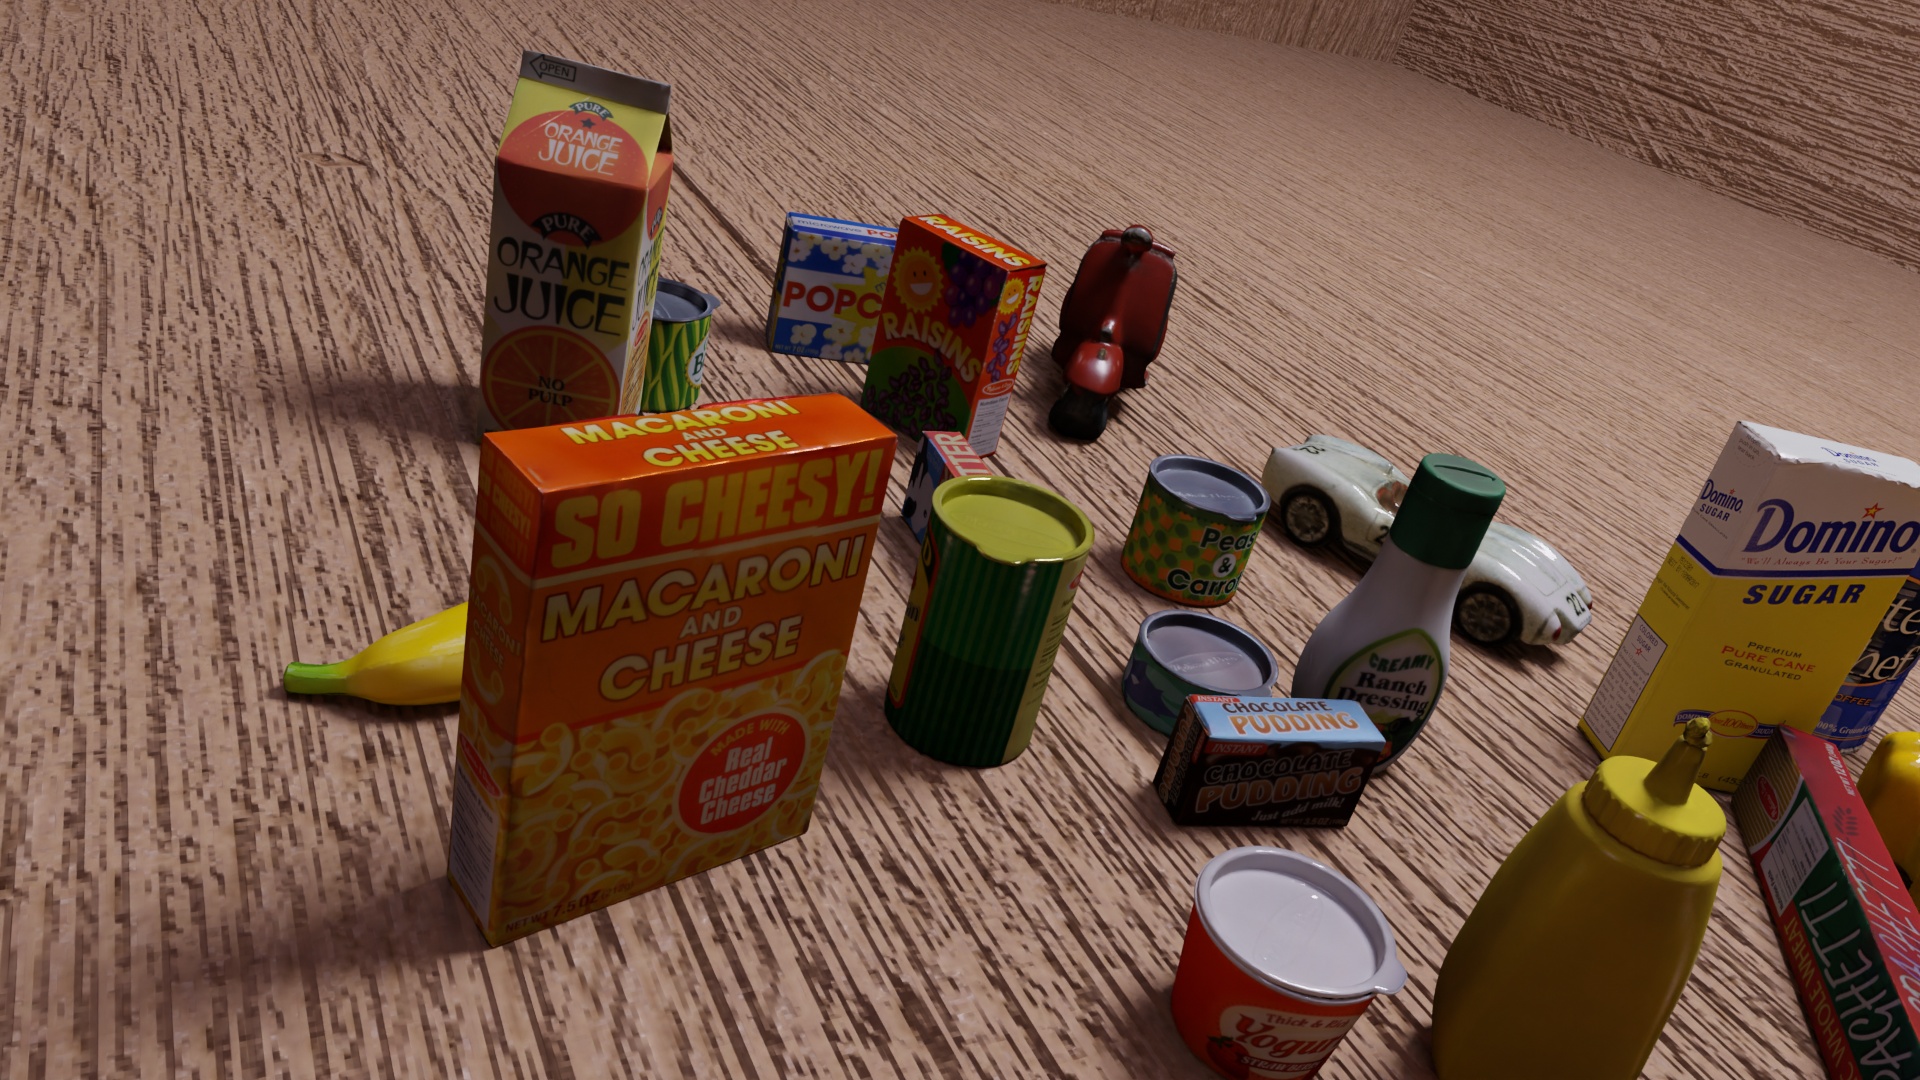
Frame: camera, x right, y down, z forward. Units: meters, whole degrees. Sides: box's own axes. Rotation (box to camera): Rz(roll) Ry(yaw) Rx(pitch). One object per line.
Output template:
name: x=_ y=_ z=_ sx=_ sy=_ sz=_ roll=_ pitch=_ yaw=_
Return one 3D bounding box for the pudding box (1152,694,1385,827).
pudding box: x=0.128 y=0.092 z=0.579 sx=0.084 sy=0.049 sz=0.030 roll=5 pitch=30 yaw=-19

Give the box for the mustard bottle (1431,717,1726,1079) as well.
mustard bottle: x=0.206 y=0.120 z=0.448 sx=0.065 sy=0.159 sz=0.049 roll=19 pitch=28 yaw=7

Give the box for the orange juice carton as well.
orange juice carton: x=-0.192 y=-0.141 z=0.696 sx=0.072 sy=0.191 sz=0.073 roll=11 pitch=28 yaw=-7

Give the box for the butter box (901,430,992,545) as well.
butter box: x=0.002 y=-0.009 z=0.697 sx=0.024 sy=0.052 sz=0.104 roll=0 pitch=31 yaw=-25

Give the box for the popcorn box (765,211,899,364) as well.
popcorn box: x=-0.058 y=-0.161 z=0.909 sx=0.127 sy=0.084 sz=0.038 roll=5 pitch=29 yaw=-17

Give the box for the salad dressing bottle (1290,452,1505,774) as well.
salad dressing bottle: x=0.192 y=0.034 z=0.611 sx=0.064 sy=0.147 sz=0.044 roll=10 pitch=28 yaw=-10

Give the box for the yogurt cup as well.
yogurt cup: x=0.104 y=0.145 z=0.466 sx=0.072 sy=0.053 sz=0.073 roll=12 pitch=28 yaw=-6

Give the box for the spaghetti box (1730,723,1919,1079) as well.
spaghetti box: x=0.361 y=0.162 z=0.562 sx=0.029 sy=0.050 sz=0.251 roll=19 pitch=28 yaw=8

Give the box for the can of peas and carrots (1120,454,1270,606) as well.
can of peas and carrots: x=0.126 y=-0.005 z=0.742 sx=0.071 sy=0.058 sz=0.071 roll=12 pitch=28 yaw=-6

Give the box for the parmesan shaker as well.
parmesan shaker: x=0.009 y=0.035 z=0.568 sx=0.071 sy=0.102 sz=0.071 roll=12 pitch=28 yaw=-6

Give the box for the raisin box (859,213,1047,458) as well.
raisin box: x=-0.006 y=-0.119 z=0.819 sx=0.086 sy=0.122 sz=0.040 roll=33 pitch=33 yaw=30

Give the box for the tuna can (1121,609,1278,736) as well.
tuna can: x=0.111 y=0.064 z=0.638 sx=0.071 sy=0.032 sz=0.071 roll=12 pitch=28 yaw=-6

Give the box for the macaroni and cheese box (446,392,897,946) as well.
macaroni and cheese box: x=-0.094 y=0.038 z=0.445 sx=0.124 sy=0.165 sz=0.040 roll=-12 pitch=38 yaw=-41

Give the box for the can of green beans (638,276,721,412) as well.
can of green beans: x=-0.178 y=-0.113 z=0.794 sx=0.071 sy=0.057 sz=0.071 roll=12 pitch=28 yaw=-6
